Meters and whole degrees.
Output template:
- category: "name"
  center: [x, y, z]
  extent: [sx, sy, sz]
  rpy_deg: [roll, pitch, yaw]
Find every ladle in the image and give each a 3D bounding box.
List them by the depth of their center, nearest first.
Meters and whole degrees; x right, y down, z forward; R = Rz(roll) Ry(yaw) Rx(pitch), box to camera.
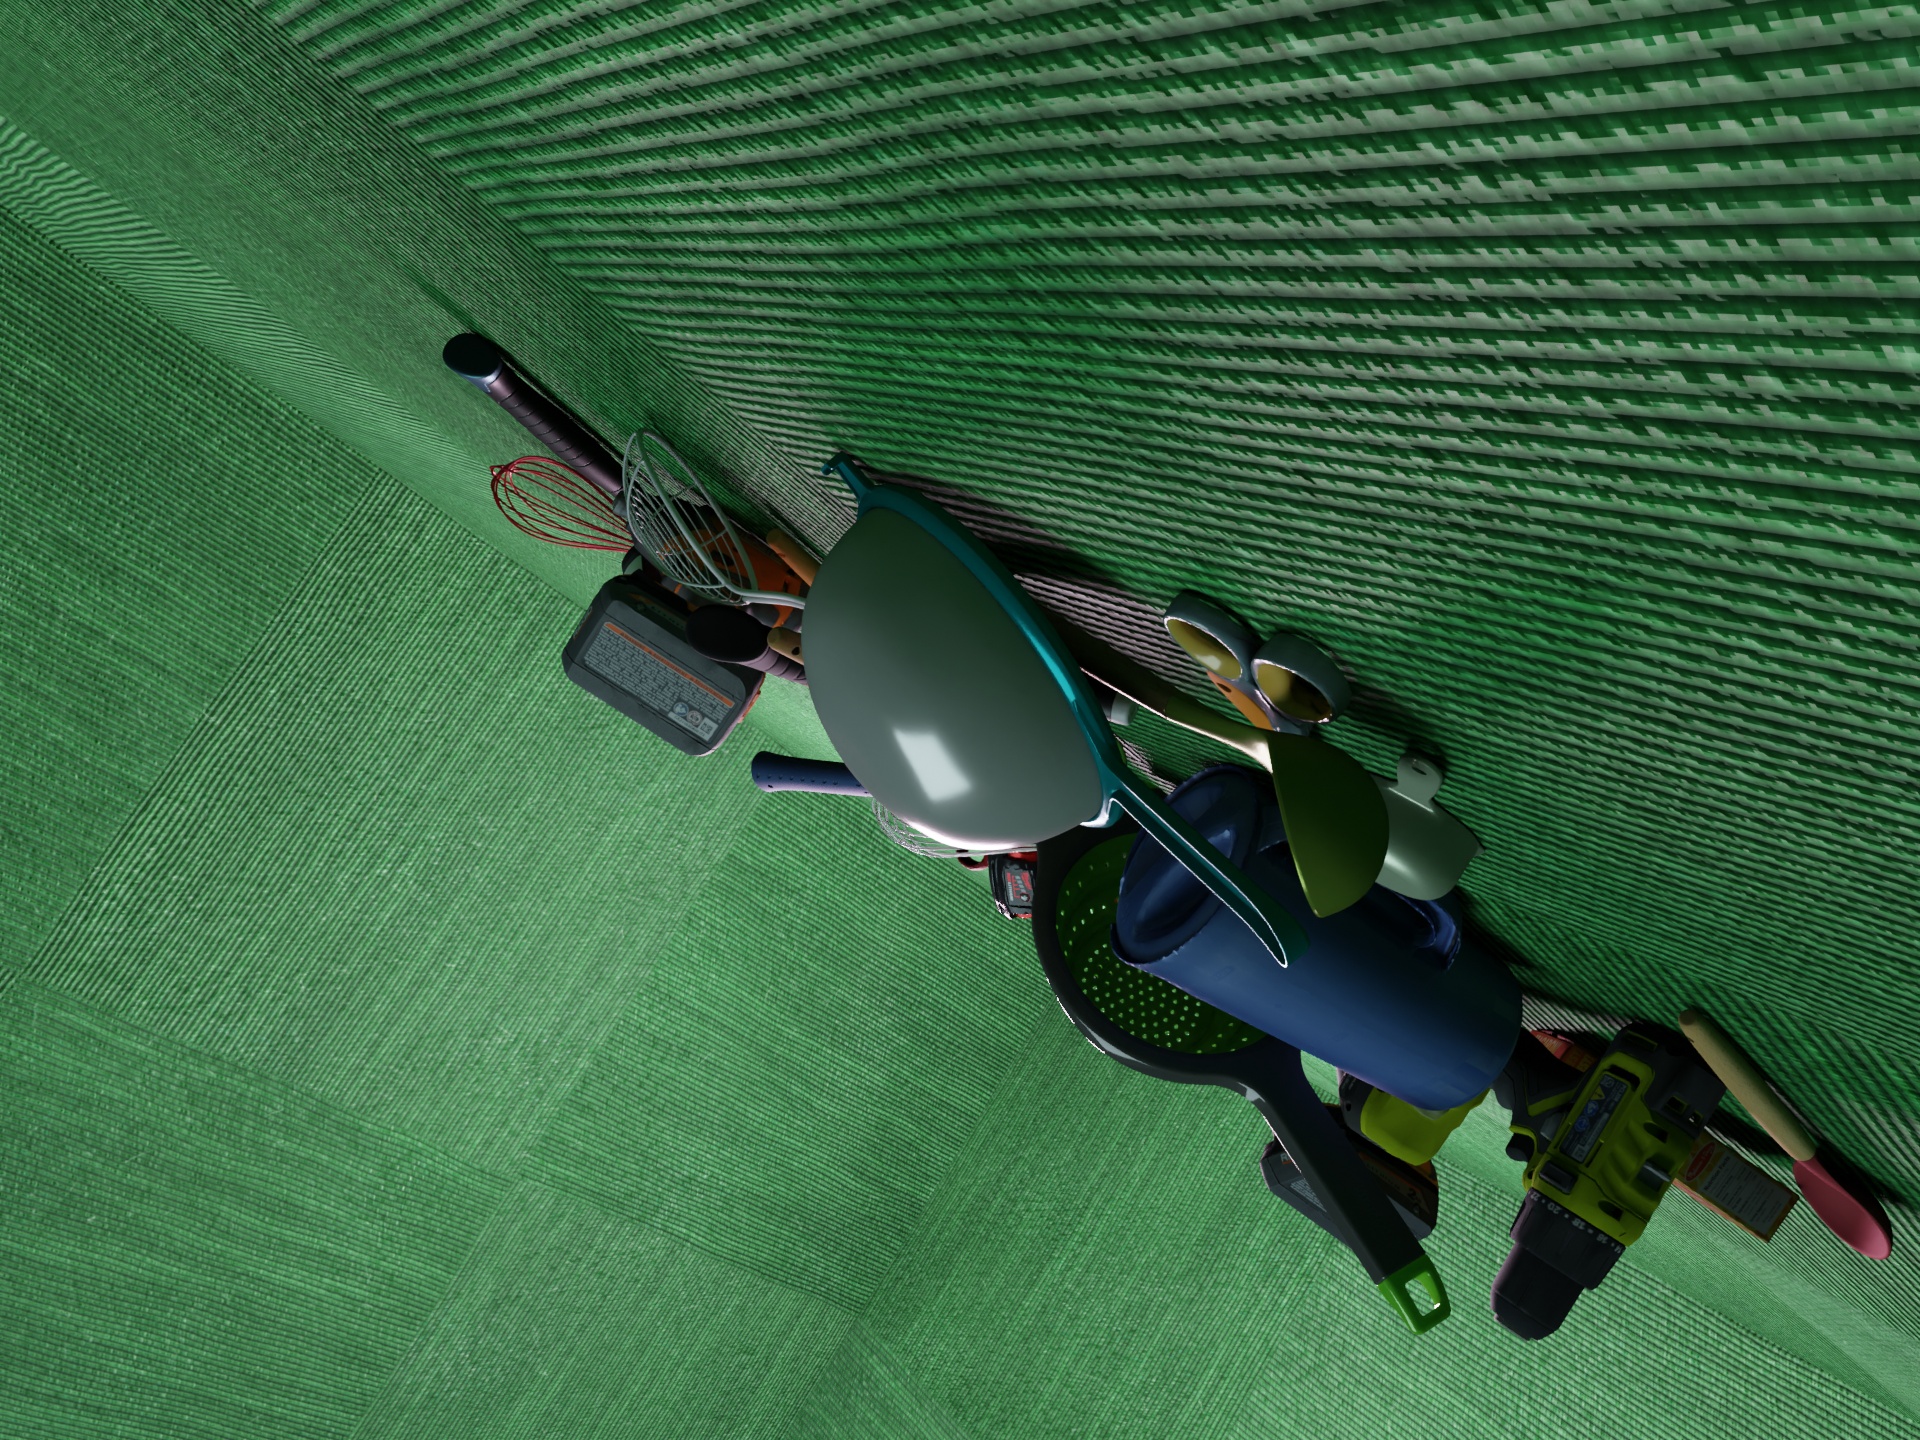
- category: "ladle"
  center: [0.076, -0.010, 0.758]
  extent: [0.320, 0.062, 0.078]
  rpy_deg: [35, 164, 44]
- category: "ladle"
  center: [0.474, 0.237, 0.914]
  extent: [0.315, 0.031, 0.069]
  rpy_deg: [40, -179, -35]

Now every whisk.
- category: "whisk"
  center: [0.076, 0.082, 1.163]
  extent: [0.284, 0.070, 0.070]
  rpy_deg: [9, 172, 1]
- category: "whisk"
  center: [-0.282, -0.156, 1.387]
  extent: [0.296, 0.073, 0.073]
  rpy_deg: [26, 172, 6]

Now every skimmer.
- category: "skimmer"
  center: [-0.052, -0.089, 0.965]
  extent: [0.363, 0.090, 0.127]
  rpy_deg: [19, 172, 20]

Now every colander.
- category: "colander"
  center: [0.177, 0.228, 1.054]
  extent: [0.397, 0.204, 0.094]
  rpy_deg: [57, 150, 26]

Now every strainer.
- category: "strainer"
  center: [0.019, 0.026, 0.766]
  extent: [0.341, 0.095, 0.210]
  rpy_deg: [44, 163, 39]

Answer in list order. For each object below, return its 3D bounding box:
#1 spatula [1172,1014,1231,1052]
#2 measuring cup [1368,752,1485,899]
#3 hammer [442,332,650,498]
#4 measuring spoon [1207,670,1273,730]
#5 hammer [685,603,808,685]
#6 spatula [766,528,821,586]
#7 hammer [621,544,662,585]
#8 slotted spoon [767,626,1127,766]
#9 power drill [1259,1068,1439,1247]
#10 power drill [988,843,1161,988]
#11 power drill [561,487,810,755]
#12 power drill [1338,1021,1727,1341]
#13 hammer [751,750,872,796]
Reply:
- category: "spatula"
  center: [0.240, 0.221, 1.243]
  extent: [0.060, 0.018, 0.315]
  rpy_deg: [22, -164, 30]
- category: "measuring cup"
  center: [0.205, 0.049, 0.750]
  extent: [0.083, 0.038, 0.167]
  rpy_deg: [30, 174, 18]
- category: "hammer"
  center: [-0.262, -0.183, 1.206]
  extent: [0.128, 0.033, 0.330]
  rpy_deg: [25, 170, 37]
- category: "measuring spoon"
  center: [0.150, 0.004, 0.799]
  extent: [0.021, 0.011, 0.116]
  rpy_deg: [25, 170, 44]
- category: "hammer"
  center: [-0.064, -0.024, 1.032]
  extent: [0.146, 0.035, 0.334]
  rpy_deg: [14, 178, 31]
- category: "spatula"
  center: [-0.052, -0.046, 1.187]
  extent: [0.081, 0.041, 0.322]
  rpy_deg: [6, 157, 34]
- category: "hammer"
  center: [-0.114, -0.034, 1.264]
  extent: [0.336, 0.034, 0.127]
  rpy_deg: [24, -152, -32]
- category: "slotted spoon"
  center: [-0.002, -0.003, 0.991]
  extent: [0.313, 0.070, 0.031]
  rpy_deg: [24, -160, -45]
- category: "power drill"
  center: [0.277, 0.250, 1.177]
  extent: [0.185, 0.226, 0.084]
  rpy_deg: [38, 132, -19]
- category: "power drill"
  center: [0.123, 0.154, 1.341]
  extent: [0.220, 0.143, 0.078]
  rpy_deg: [30, 135, 51]
- category: "power drill"
  center: [-0.192, -0.082, 1.096]
  extent: [0.164, 0.084, 0.227]
  rpy_deg: [33, -155, -9]
- category: "power drill"
  center: [0.340, 0.257, 0.993]
  extent: [0.080, 0.190, 0.229]
  rpy_deg: [34, 177, -21]
- category: "hammer"
  center: [-0.023, 0.051, 1.309]
  extent: [0.406, 0.035, 0.143]
  rpy_deg: [3, 153, 39]
